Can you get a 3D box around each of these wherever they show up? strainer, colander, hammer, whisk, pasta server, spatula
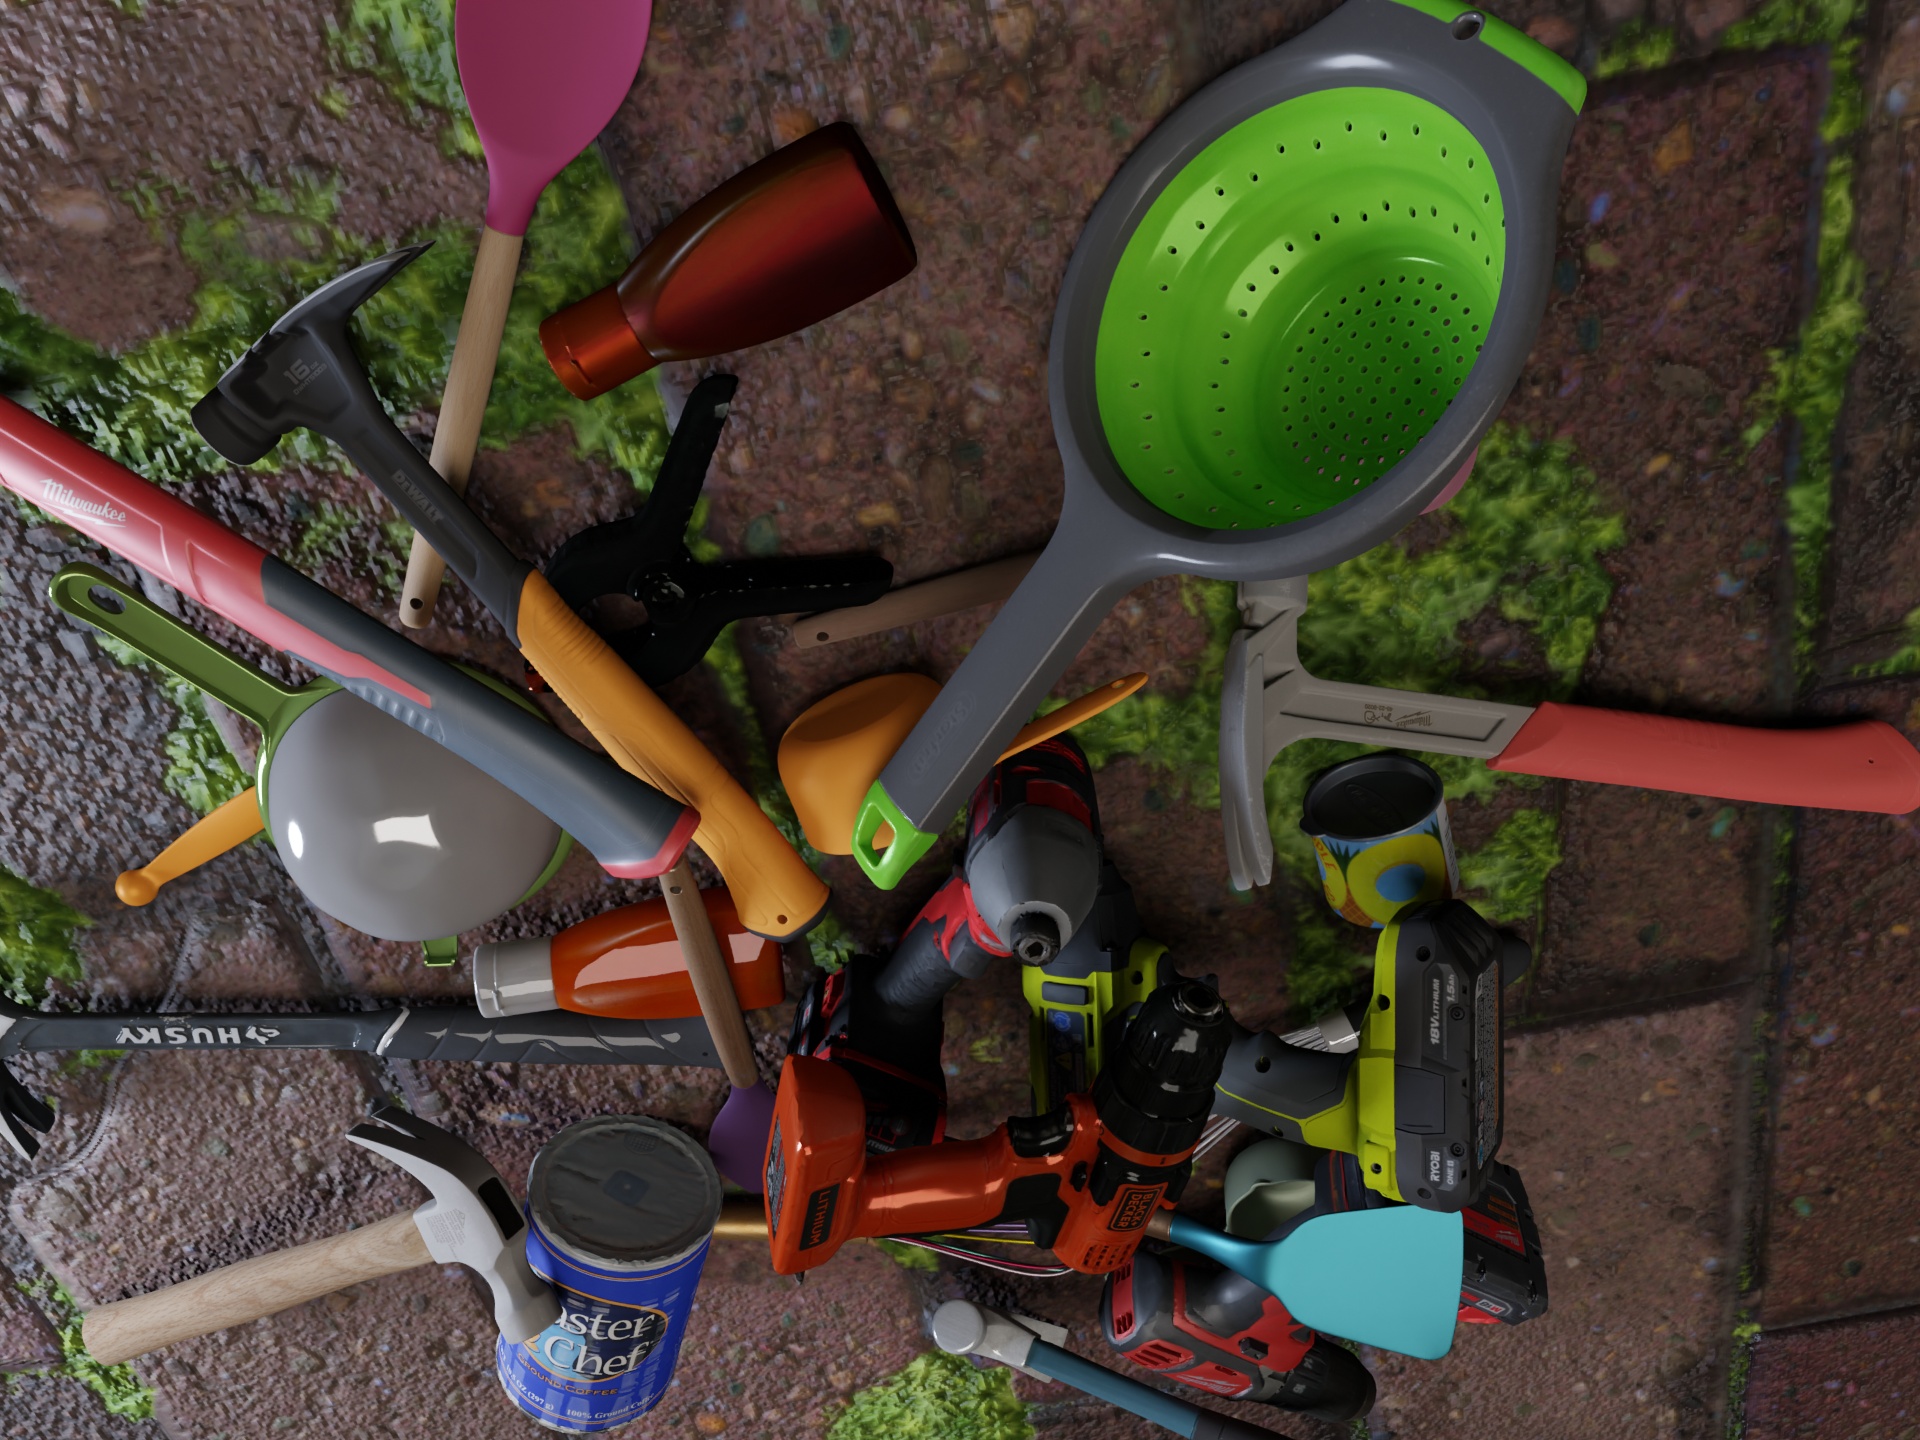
[{"bbox_3d":[-0.293,0.020,0.714,0.256,0.069,0.151,38,109,-25],"label":"strainer"},{"bbox_3d":[0.094,-0.083,0.634,0.094,0.205,0.397,15,117,-48],"label":"colander"},{"bbox_3d":[-0.271,-0.059,0.643,0.386,0.038,0.143,32,120,-7],"label":"hammer"},{"bbox_3d":[-0.031,0.290,0.914,0.245,0.047,0.051,1,122,1],"label":"whisk"},{"bbox_3d":[-0.164,-0.036,0.676,0.127,0.034,0.336,-31,109,24],"label":"hammer"},{"bbox_3d":[0.292,0.020,0.741,0.359,0.036,0.149,7,76,-13],"label":"hammer"},{"bbox_3d":[0.076,-0.082,0.709,0.316,0.040,0.060,-15,120,10],"label":"pasta server"},{"bbox_3d":[0.147,0.402,0.896,0.331,0.033,0.128,18,163,17],"label":"hammer"},{"bbox_3d":[-0.364,0.299,0.860,0.331,0.031,0.130,-23,93,25],"label":"hammer"},{"bbox_3d":[0.092,0.249,0.817,0.318,0.044,0.082,9,105,32],"label":"spatula"},{"bbox_3d":[0.173,0.180,0.855,0.284,0.070,0.070,-26,119,6],"label":"whisk"},{"bbox_3d":[-0.116,0.167,0.802,0.060,0.018,0.315,-6,137,0],"label":"spatula"},{"bbox_3d":[-0.315,0.166,0.824,0.409,0.036,0.149,2,121,-5],"label":"hammer"}]

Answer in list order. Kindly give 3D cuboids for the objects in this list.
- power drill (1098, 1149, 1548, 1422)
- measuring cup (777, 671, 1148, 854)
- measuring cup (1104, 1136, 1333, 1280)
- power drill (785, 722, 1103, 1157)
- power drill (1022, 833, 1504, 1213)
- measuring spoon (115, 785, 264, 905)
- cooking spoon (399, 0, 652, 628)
[{"bbox_3d":[0.212,0.319,0.878,0.187,0.080,0.226,29,128,-21],"label":"power drill"},{"bbox_3d":[-0.001,-0.002,0.721,0.173,0.095,0.052,-25,112,0],"label":"measuring cup"},{"bbox_3d":[0.153,0.289,0.929,0.167,0.038,0.083,-30,124,26],"label":"measuring cup"},{"bbox_3d":[-0.005,0.118,0.754,0.078,0.143,0.219,25,118,-14],"label":"power drill"},{"bbox_3d":[0.136,0.141,0.757,0.223,0.080,0.171,1,97,29],"label":"power drill"},{"bbox_3d":[-0.365,0.060,0.771,0.117,0.011,0.021,-31,118,13],"label":"measuring spoon"},{"bbox_3d":[-0.189,-0.174,0.641,0.068,0.017,0.318,13,119,-19],"label":"cooking spoon"}]
